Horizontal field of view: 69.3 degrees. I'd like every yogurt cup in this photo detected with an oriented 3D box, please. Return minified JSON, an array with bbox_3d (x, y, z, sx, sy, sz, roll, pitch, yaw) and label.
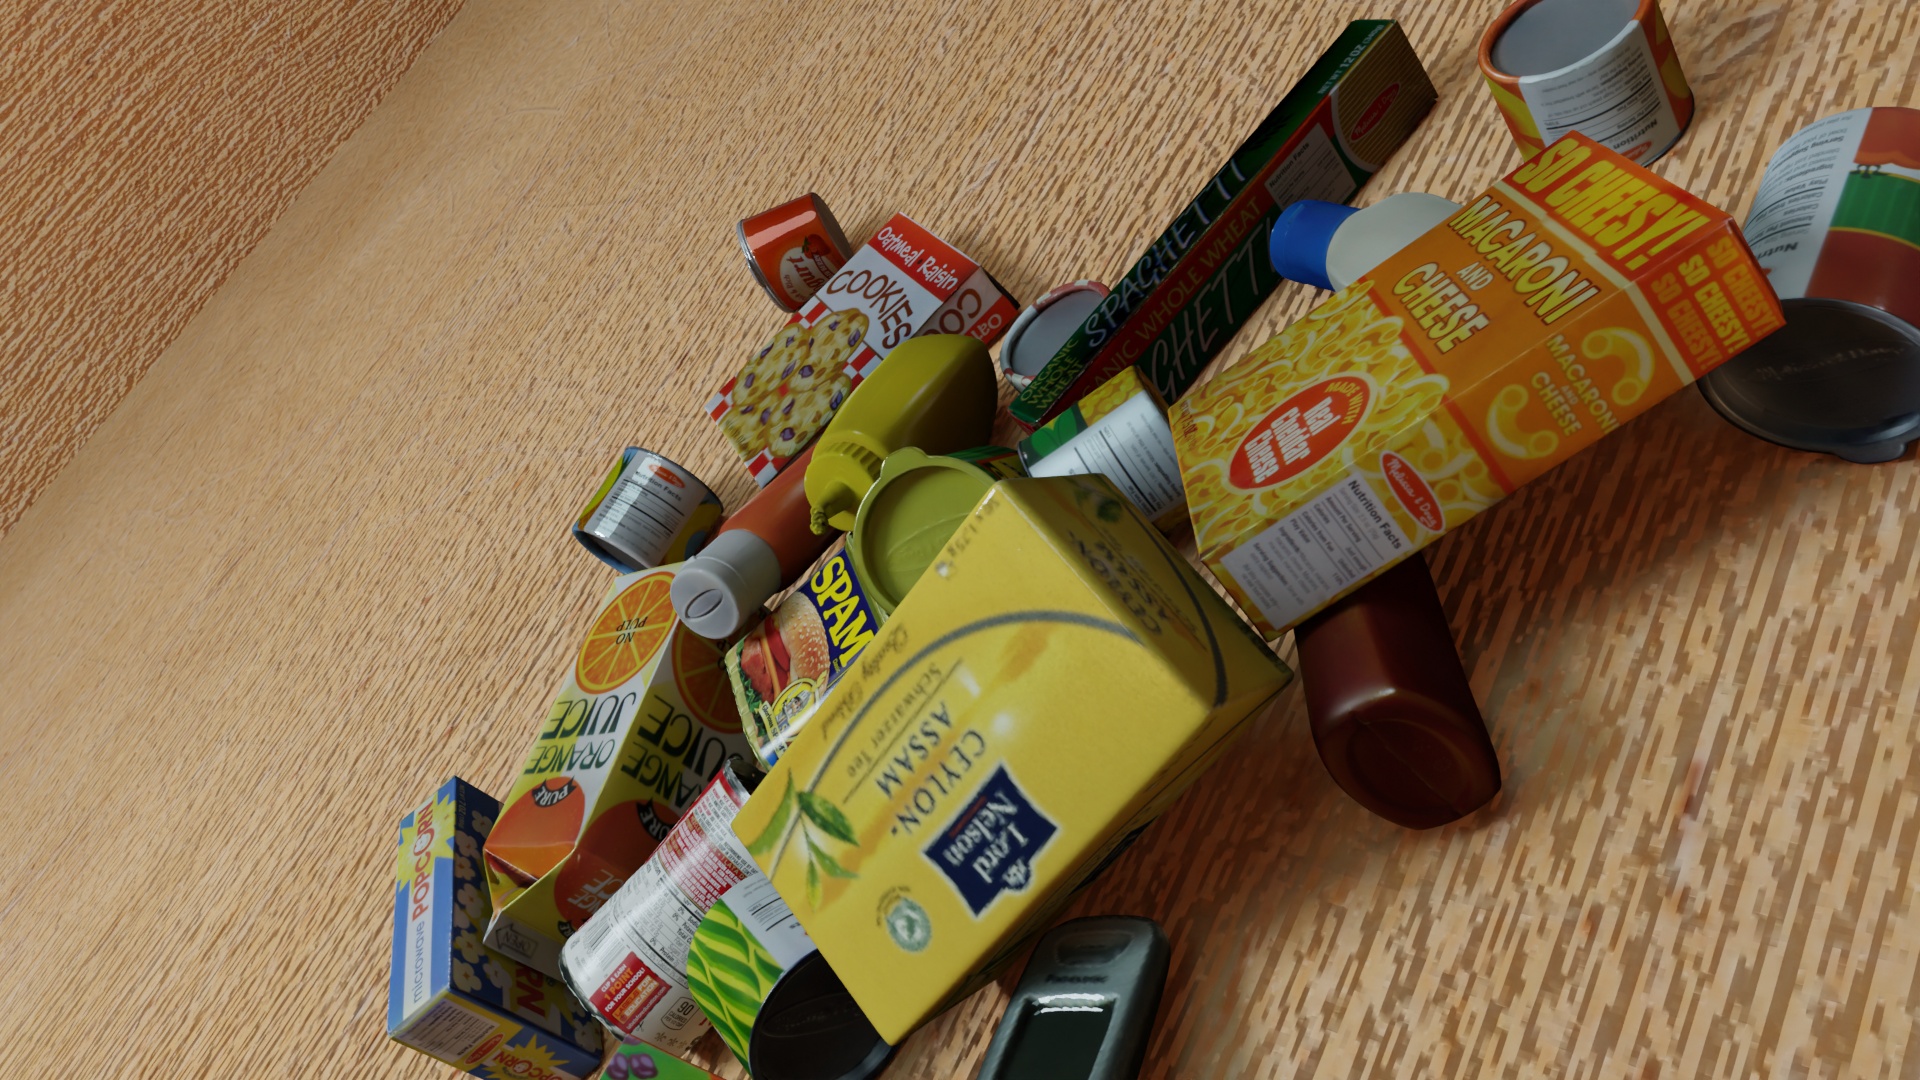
[{"bbox_3d":[-0.105,-0.189,0.899,0.054,0.072,0.073,-27,39,11],"label":"yogurt cup"}]

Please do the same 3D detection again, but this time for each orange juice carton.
[{"bbox_3d":[-0.150,0.108,0.643,0.073,0.071,0.193,-12,47,38],"label":"orange juice carton"}]

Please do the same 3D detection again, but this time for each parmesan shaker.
[{"bbox_3d":[0.002,-0.007,0.568,0.071,0.071,0.103,-34,-2,15],"label":"parmesan shaker"}]

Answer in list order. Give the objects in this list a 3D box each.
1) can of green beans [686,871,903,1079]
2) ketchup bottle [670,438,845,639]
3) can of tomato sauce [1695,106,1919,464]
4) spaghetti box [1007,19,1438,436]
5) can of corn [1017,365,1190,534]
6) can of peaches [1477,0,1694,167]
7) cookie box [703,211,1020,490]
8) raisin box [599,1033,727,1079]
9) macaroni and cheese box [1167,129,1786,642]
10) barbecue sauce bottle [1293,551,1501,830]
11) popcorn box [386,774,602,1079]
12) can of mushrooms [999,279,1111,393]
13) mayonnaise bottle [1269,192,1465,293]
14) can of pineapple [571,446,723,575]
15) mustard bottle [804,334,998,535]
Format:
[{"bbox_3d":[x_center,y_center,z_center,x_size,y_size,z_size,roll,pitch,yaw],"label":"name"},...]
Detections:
[{"bbox_3d":[-0.059,0.161,0.506,0.071,0.071,0.058,-52,36,-10],"label":"can of green beans"},{"bbox_3d":[-0.082,-0.007,0.663,0.064,0.043,0.149,-35,9,37],"label":"ketchup bottle"},{"bbox_3d":[0.270,-0.077,0.418,0.071,0.071,0.083,5,55,47],"label":"can of tomato sauce"},{"bbox_3d":[0.120,-0.131,0.632,0.250,0.050,0.029,-48,34,-5],"label":"spaghetti box"},{"bbox_3d":[0.066,-0.030,0.574,0.058,0.071,0.071,-34,37,14],"label":"can of corn"},{"bbox_3d":[0.248,-0.186,0.554,0.071,0.058,0.071,-26,40,25],"label":"can of peaches"},{"bbox_3d":[-0.059,-0.102,0.788,0.167,0.040,0.123,-45,36,2],"label":"cookie box"},{"bbox_3d":[-0.072,0.222,0.433,0.123,0.040,0.086,15,53,22],"label":"raisin box"},{"bbox_3d":[0.150,-0.053,0.444,0.166,0.040,0.124,-34,20,18],"label":"macaroni and cheese box"},{"bbox_3d":[0.135,0.021,0.461,0.043,0.065,0.149,-37,27,27],"label":"barbecue sauce bottle"},{"bbox_3d":[-0.206,0.176,0.619,0.038,0.085,0.127,-39,36,9],"label":"popcorn box"},{"bbox_3d":[0.055,-0.092,0.671,0.071,0.033,0.071,-26,39,24],"label":"can of mushrooms"},{"bbox_3d":[0.186,-0.109,0.555,0.065,0.041,0.148,-48,35,-4],"label":"mayonnaise bottle"},{"bbox_3d":[-0.179,-0.011,0.795,0.071,0.071,0.058,8,61,48],"label":"can of pineapple"},{"bbox_3d":[-0.032,-0.044,0.640,0.049,0.065,0.161,6,30,24],"label":"mustard bottle"}]
